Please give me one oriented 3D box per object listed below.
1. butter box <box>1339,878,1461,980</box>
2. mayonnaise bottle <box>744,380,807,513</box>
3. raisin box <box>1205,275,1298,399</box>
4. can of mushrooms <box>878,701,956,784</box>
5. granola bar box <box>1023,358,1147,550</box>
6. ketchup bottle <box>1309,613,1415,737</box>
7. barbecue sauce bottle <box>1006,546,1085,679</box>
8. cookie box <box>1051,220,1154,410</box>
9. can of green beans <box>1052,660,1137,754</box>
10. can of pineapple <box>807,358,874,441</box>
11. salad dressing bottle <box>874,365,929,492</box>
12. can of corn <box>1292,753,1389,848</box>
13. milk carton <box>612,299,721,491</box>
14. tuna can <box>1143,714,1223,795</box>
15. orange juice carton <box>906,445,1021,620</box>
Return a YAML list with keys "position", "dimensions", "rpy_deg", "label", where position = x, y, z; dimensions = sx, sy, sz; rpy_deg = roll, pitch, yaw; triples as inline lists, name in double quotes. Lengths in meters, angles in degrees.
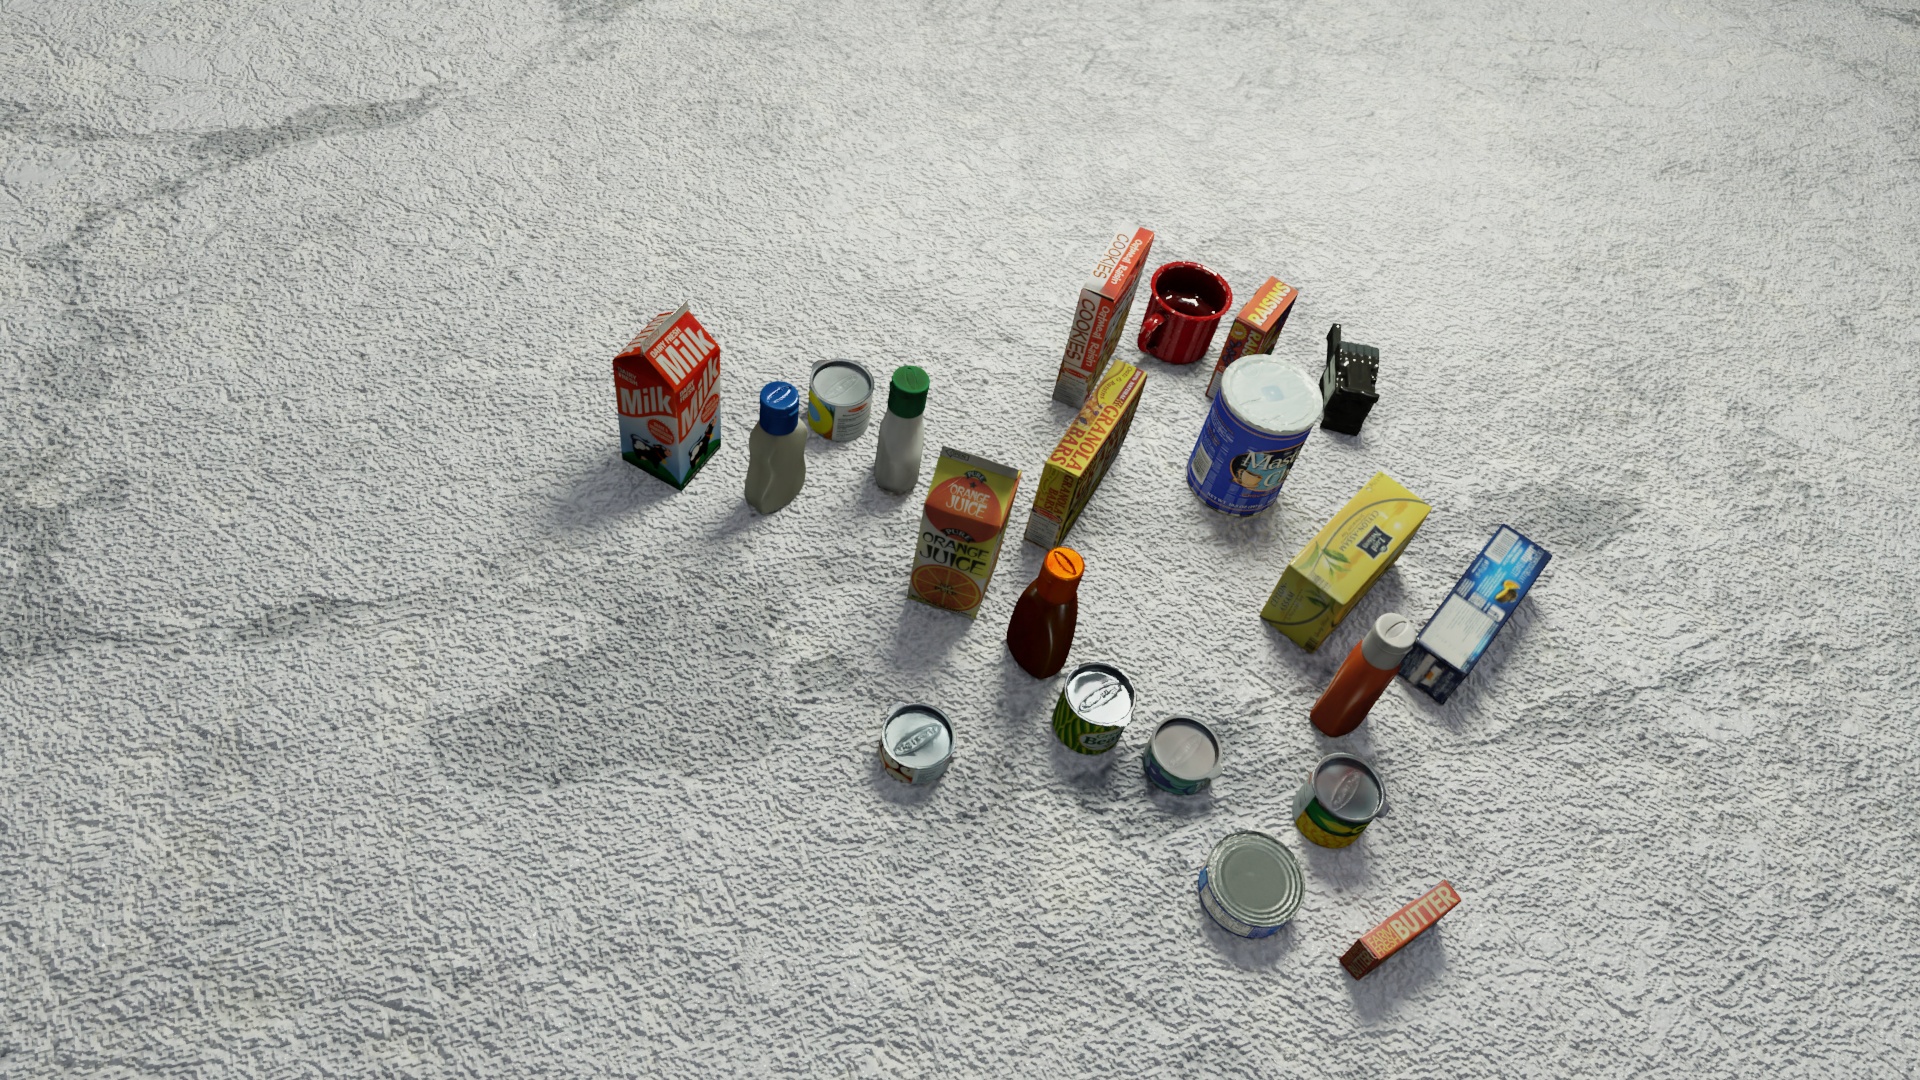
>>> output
- position: [0.369, 0.327, 1.165]
  dimensions: [0.104, 0.052, 0.024]
  rpy_deg: [-24, 61, -25]
  label: "butter box"
- position: [-0.175, -0.090, 1.322]
  dimensions: [0.041, 0.147, 0.065]
  rpy_deg: [38, 57, 18]
  label: "mayonnaise bottle"
- position: [0.317, -0.215, 1.517]
  dimensions: [0.040, 0.122, 0.086]
  rpy_deg: [33, 55, 14]
  label: "raisin box"
- position: [-0.040, 0.176, 1.219]
  dimensions: [0.071, 0.033, 0.071]
  rpy_deg: [5, 53, -6]
  label: "can of mushrooms"
- position: [0.126, -0.084, 1.385]
  dimensions: [0.039, 0.123, 0.166]
  rpy_deg: [27, 54, 11]
  label: "granola bar box"
- position: [0.368, 0.121, 1.259]
  dimensions: [0.065, 0.148, 0.043]
  rpy_deg: [-32, 65, -28]
  label: "ketchup bottle"
- position: [0.079, 0.063, 1.252]
  dimensions: [0.044, 0.147, 0.065]
  rpy_deg: [-25, 62, -25]
  label: "barbecue sauce bottle"
- position: [0.152, -0.238, 1.478]
  dimensions: [0.040, 0.166, 0.123]
  rpy_deg: [24, 53, 8]
  label: "cookie box"
- position: [0.120, 0.151, 1.250]
  dimensions: [0.071, 0.057, 0.071]
  rpy_deg: [5, 53, -6]
  label: "can of green beans"
- position: [-0.124, -0.146, 1.429]
  dimensions: [0.071, 0.057, 0.071]
  rpy_deg: [5, 53, -6]
  label: "can of pineapple"
- position: [-0.056, -0.108, 1.357]
  dimensions: [0.044, 0.146, 0.064]
  rpy_deg: [-5, 55, -14]
  label: "salad dressing bottle"
- position: [0.335, 0.232, 1.227]
  dimensions: [0.071, 0.058, 0.071]
  rpy_deg: [5, 53, -6]
  label: "can of corn"
- position: [-0.277, -0.141, 1.316]
  dimensions: [0.073, 0.189, 0.073]
  rpy_deg: [28, 54, 11]
  label: "milk carton"
- position: [0.201, 0.194, 1.247]
  dimensions: [0.071, 0.032, 0.071]
  rpy_deg: [5, 53, -6]
  label: "tuna can"
- position: [0.005, -0.016, 1.270]
  dimensions: [0.072, 0.191, 0.073]
  rpy_deg: [18, 53, 4]
  label: "orange juice carton"
